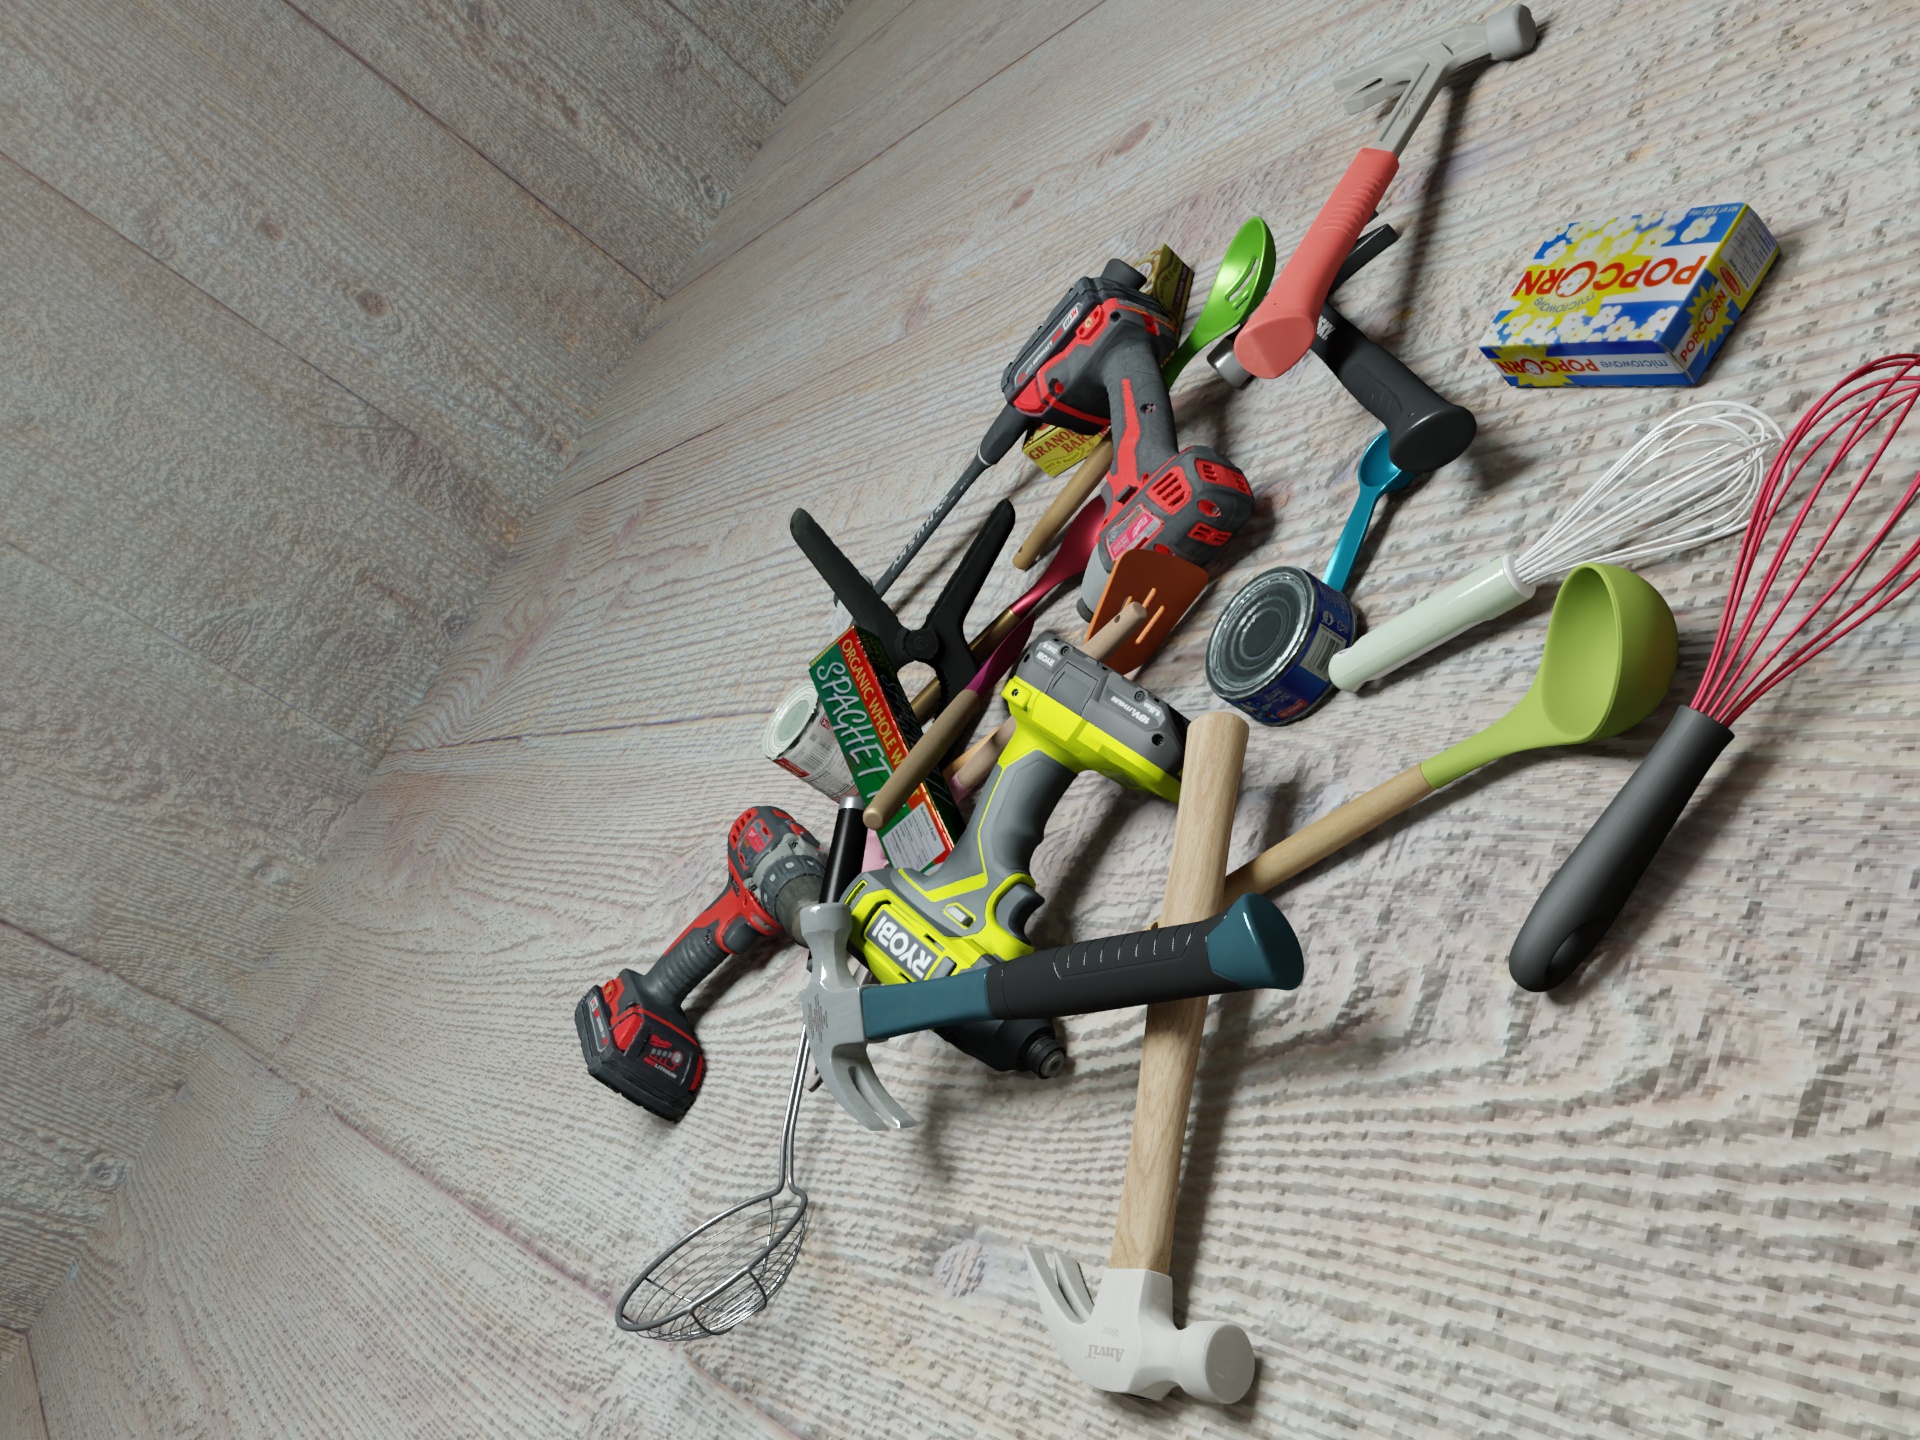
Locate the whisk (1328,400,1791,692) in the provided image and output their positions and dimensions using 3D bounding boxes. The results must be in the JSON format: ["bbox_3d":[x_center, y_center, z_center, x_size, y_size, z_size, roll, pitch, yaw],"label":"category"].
[{"bbox_3d":[0.275,-0.073,0.762,0.246,0.059,0.058,-34,-4,42],"label":"whisk"}]

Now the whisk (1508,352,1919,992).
[{"bbox_3d":[0.307,-0.016,0.628,0.296,0.073,0.073,-57,26,5],"label":"whisk"}]

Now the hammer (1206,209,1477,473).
[{"bbox_3d":[0.241,-0.224,0.963,0.146,0.035,0.335,-45,22,17],"label":"hammer"}]

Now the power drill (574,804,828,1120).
[{"bbox_3d":[-0.175,0.179,1.166,0.226,0.080,0.188,-51,27,1],"label":"power drill"}]

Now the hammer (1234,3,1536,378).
[{"bbox_3d":[0.252,-0.342,1.031,0.149,0.036,0.359,-6,42,47],"label":"hammer"}]

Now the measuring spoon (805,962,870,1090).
[{"bbox_3d":[-0.069,0.189,1.050,0.124,0.018,0.034,-64,27,-3],"label":"measuring spoon"}]

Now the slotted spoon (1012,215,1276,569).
[{"bbox_3d":[0.128,-0.221,1.137,0.313,0.031,0.070,-51,30,33],"label":"slotted spoon"}]

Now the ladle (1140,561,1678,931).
[{"bbox_3d":[0.193,0.034,0.755,0.320,0.062,0.078,-38,35,35],"label":"ladle"}]

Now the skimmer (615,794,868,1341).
[{"bbox_3d":[-0.123,0.202,0.996,0.127,0.090,0.364,-25,47,48],"label":"skimmer"}]

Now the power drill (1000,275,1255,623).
[{"bbox_3d":[0.106,-0.176,1.062,0.143,0.078,0.220,-46,47,38],"label":"power drill"}]

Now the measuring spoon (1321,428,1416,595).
[{"bbox_3d":[0.232,-0.107,0.905,0.042,0.021,0.128,15,81,64],"label":"measuring spoon"}]

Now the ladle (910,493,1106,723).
[{"bbox_3d":[0.025,-0.063,1.175,0.315,0.031,0.069,-44,33,23],"label":"ladle"}]

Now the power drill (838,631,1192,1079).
[{"bbox_3d":[0.043,0.078,0.901,0.171,0.080,0.223,35,92,40],"label":"power drill"}]

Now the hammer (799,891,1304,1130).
[{"bbox_3d":[0.028,0.132,0.793,0.331,0.033,0.128,-20,71,45],"label":"hammer"}]

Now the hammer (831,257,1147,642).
[{"bbox_3d":[0.012,-0.201,1.274,0.408,0.036,0.149,-49,22,29],"label":"hammer"}]

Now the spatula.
[{"bbox_3d":[0.035,-0.002,1.062,0.322,0.081,0.041,-39,55,37],"label":"spatula"}]

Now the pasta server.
[{"bbox_3d":[0.012,0.022,1.034,0.316,0.040,0.060,-45,36,37],"label":"pasta server"}]

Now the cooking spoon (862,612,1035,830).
[{"bbox_3d":[-0.002,-0.003,1.004,0.068,0.017,0.319,-52,0,28],"label":"cooking spoon"}]

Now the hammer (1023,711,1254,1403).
[{"bbox_3d":[0.101,0.147,0.761,0.130,0.031,0.331,-24,46,50],"label":"hammer"}]
